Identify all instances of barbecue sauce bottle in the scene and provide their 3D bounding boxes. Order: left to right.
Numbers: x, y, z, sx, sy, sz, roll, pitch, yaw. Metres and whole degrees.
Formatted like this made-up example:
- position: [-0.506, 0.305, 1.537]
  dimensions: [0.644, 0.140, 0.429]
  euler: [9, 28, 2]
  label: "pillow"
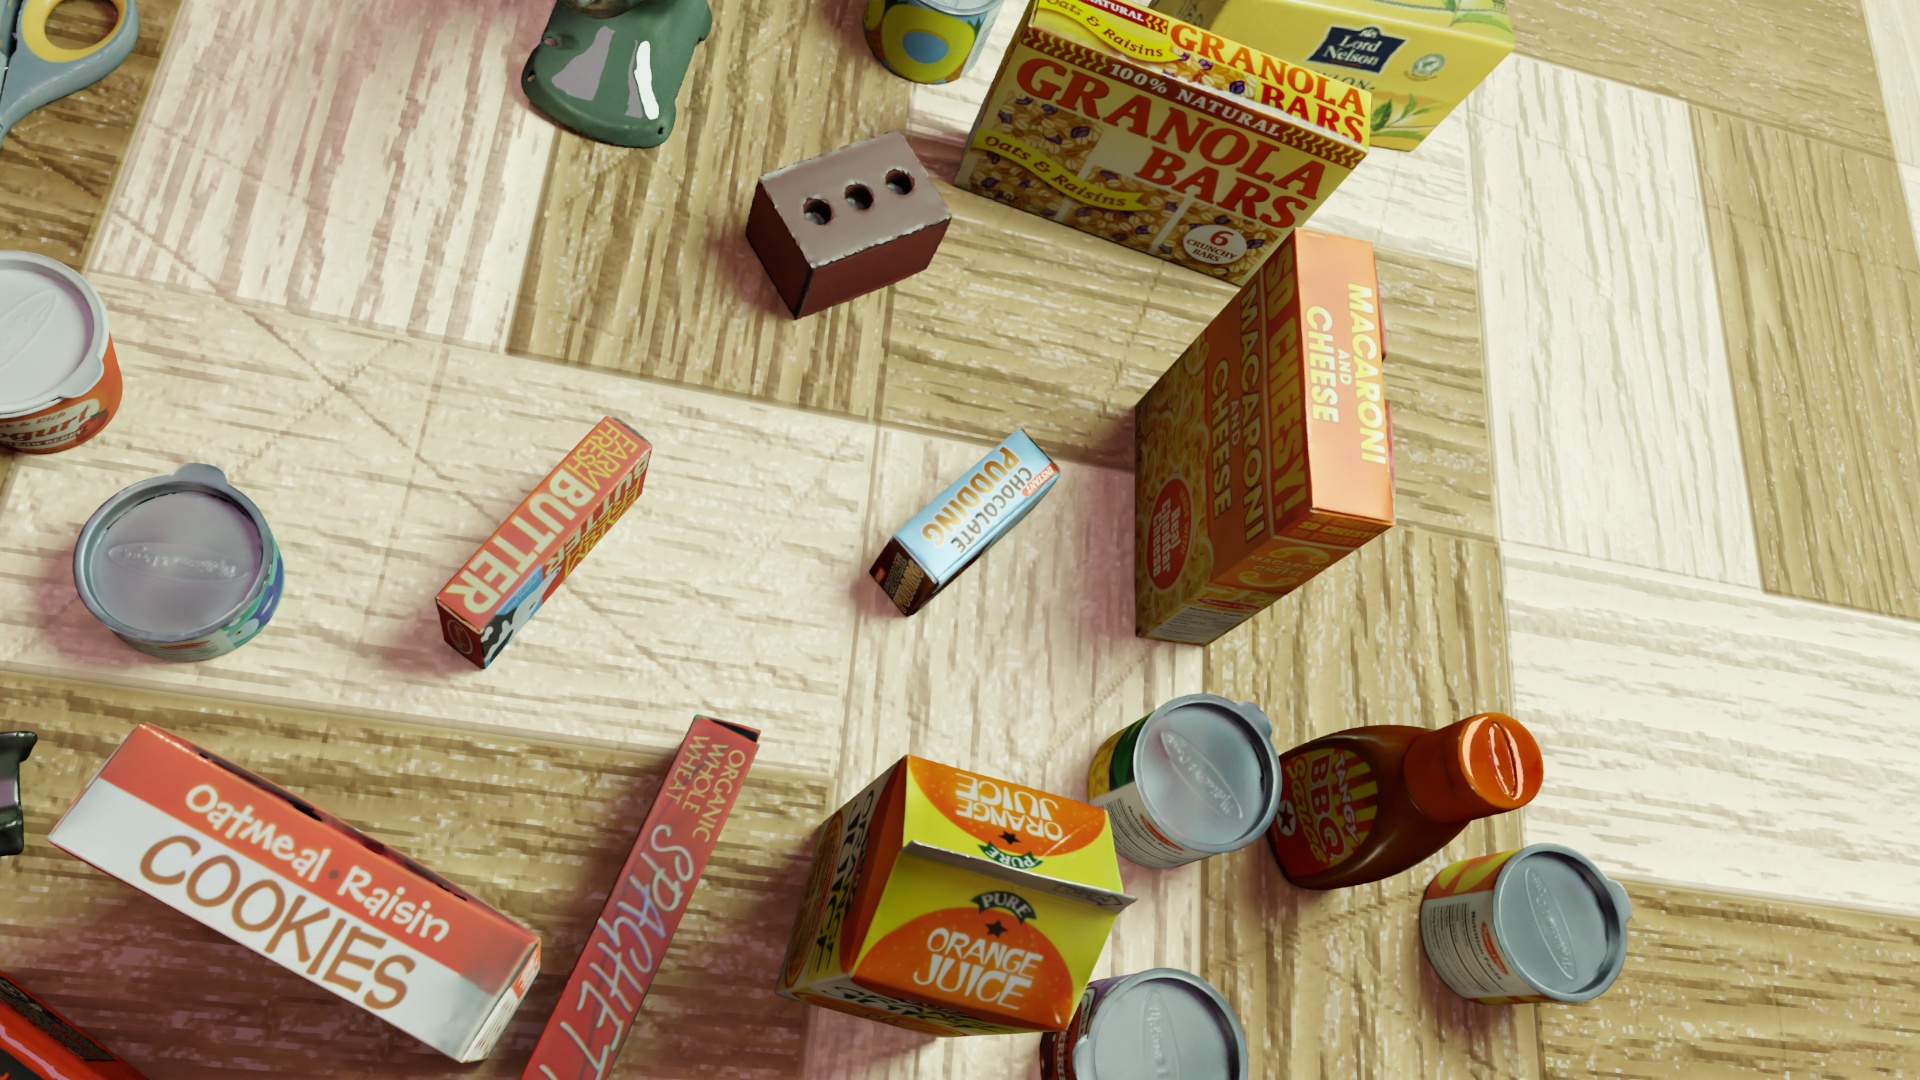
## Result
- position: [0.177, 0.104, 0.571]
  dimensions: [0.044, 0.148, 0.065]
  euler: [1, 70, -17]
  label: "barbecue sauce bottle"

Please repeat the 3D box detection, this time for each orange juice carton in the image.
- position: [-0.007, 0.126, 0.481]
  dimensions: [0.072, 0.192, 0.073]
  euler: [18, 66, -10]
  label: "orange juice carton"

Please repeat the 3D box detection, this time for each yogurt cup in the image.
- position: [-0.355, -0.068, 0.527]
  dimensions: [0.072, 0.053, 0.072]
  euler: [6, 68, -15]
  label: "yogurt cup"

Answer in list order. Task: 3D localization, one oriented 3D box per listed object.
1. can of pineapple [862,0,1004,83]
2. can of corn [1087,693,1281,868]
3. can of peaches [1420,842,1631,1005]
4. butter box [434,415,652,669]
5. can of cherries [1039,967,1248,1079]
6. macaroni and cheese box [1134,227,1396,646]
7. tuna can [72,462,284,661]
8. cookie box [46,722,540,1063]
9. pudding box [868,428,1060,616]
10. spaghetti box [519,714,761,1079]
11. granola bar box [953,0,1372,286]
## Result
- position: [-0.014, -0.278, 0.709]
  dimensions: [0.071, 0.057, 0.071]
  euler: [6, 68, -15]
  label: "can of pineapple"
- position: [0.096, 0.103, 0.596]
  dimensions: [0.071, 0.058, 0.071]
  euler: [6, 68, -15]
  label: "can of corn"
- position: [0.250, 0.171, 0.617]
  dimensions: [0.071, 0.058, 0.071]
  euler: [6, 68, -15]
  label: "can of peaches"
- position: [-0.166, 0.000, 0.559]
  dimensions: [0.024, 0.053, 0.104]
  euler: [37, 64, -1]
  label: "butter box"
- position: [0.068, 0.205, 0.549]
  dimensions: [0.071, 0.058, 0.072]
  euler: [6, 68, -15]
  label: "can of cherries"
- position: [0.124, -0.037, 0.599]
  dimensions: [0.040, 0.165, 0.124]
  euler: [8, 68, -14]
  label: "macaroni and cheese box"
- position: [-0.294, 0.009, 0.528]
  dimensions: [0.071, 0.032, 0.071]
  euler: [6, 68, -15]
  label: "tuna can"
- position: [-0.196, 0.119, 0.440]
  dimensions: [0.123, 0.166, 0.040]
  euler: [30, 65, -4]
  label: "cookie box"
- position: [0.002, -0.008, 0.615]
  dimensions: [0.030, 0.049, 0.084]
  euler: [47, 64, 4]
  label: "pudding box"
- position: [-0.136, 0.181, 0.500]
  dimensions: [0.029, 0.050, 0.251]
  euler: [25, 65, -6]
  label: "spaghetti box"
- position: [0.094, -0.194, 0.673]
  dimensions: [0.165, 0.123, 0.039]
  euler: [17, 66, -10]
  label: "granola bar box"
